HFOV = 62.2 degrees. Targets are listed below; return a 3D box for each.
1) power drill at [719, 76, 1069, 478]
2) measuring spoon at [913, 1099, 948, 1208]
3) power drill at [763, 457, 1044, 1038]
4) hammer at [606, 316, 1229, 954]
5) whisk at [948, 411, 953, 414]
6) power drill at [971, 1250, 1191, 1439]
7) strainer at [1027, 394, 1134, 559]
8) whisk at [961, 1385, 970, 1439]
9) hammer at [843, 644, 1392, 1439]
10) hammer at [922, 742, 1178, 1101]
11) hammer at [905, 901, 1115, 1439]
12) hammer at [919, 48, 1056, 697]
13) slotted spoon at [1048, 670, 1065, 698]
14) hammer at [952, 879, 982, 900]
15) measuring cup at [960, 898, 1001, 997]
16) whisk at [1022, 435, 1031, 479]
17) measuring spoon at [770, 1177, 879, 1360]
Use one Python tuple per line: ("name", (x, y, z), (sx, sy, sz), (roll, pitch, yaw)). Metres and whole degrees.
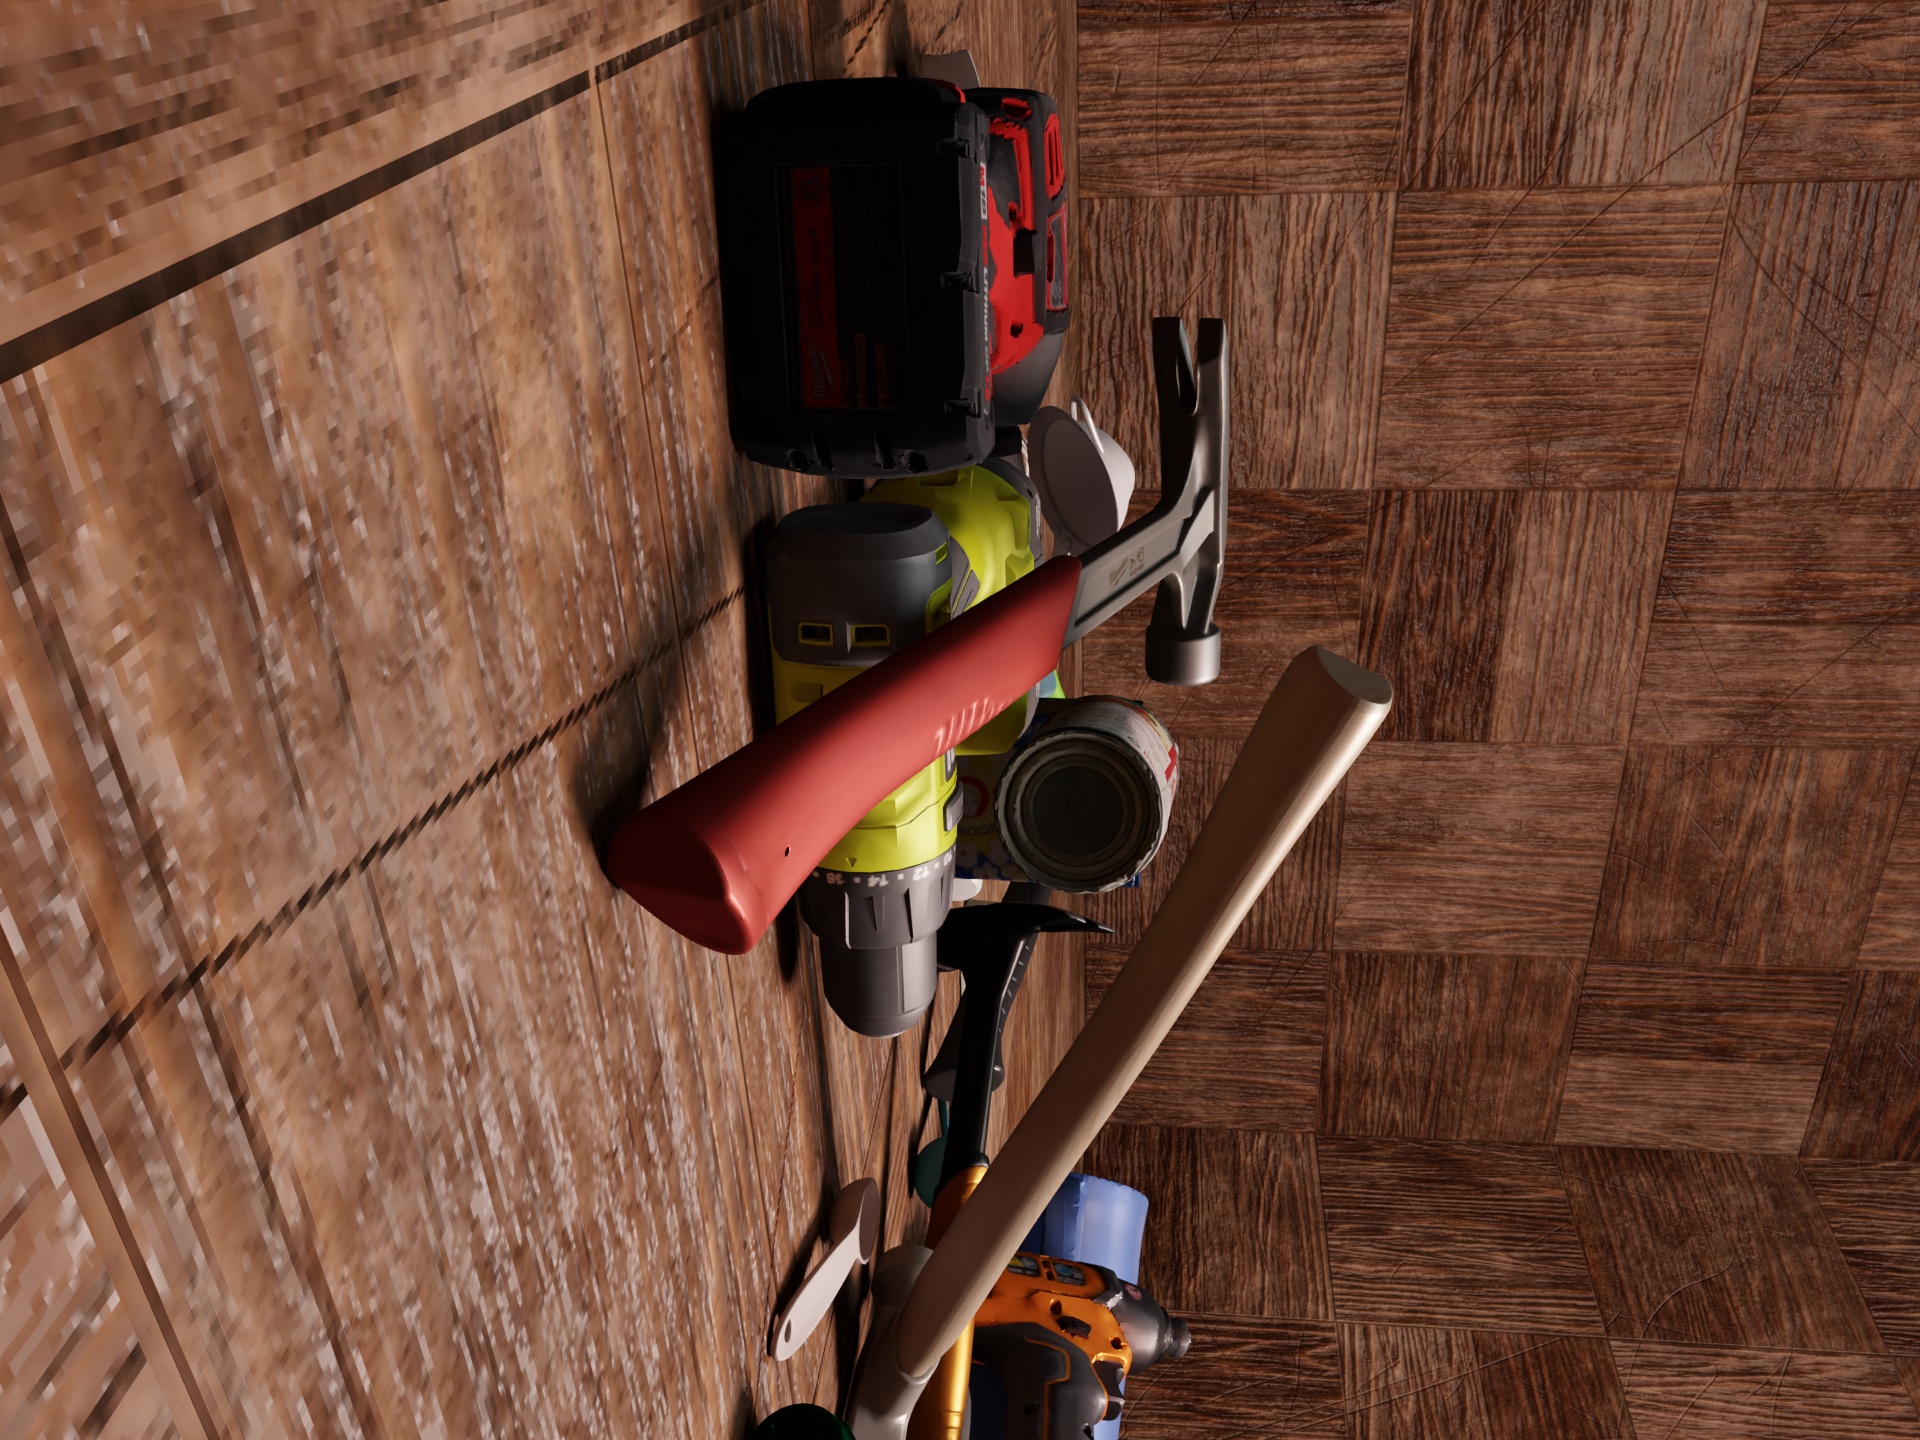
("power drill", (-0.007, -0.154, 0.569), (0.220, 0.078, 0.143), (-51, 142, -67))
("measuring spoon", (-0.018, 0.241, 0.935), (0.129, 0.021, 0.042), (-97, -174, -70))
("power drill", (-0.019, -0.006, 0.627), (0.229, 0.080, 0.190), (-65, 155, -67))
("hammer", (0.015, -0.033, 0.514), (0.359, 0.037, 0.149), (-35, 128, -55))
("whisk", (0.022, -0.067, 0.999), (0.070, 0.070, 0.284), (-80, 161, -54))
("power drill", (0.070, 0.366, 0.819), (0.227, 0.164, 0.084), (-117, -135, -65))
("strainer", (0.053, -0.084, 0.886), (0.087, 0.050, 0.258), (56, -30, 28))
("whisk", (-0.014, 0.448, 0.816), (0.296, 0.073, 0.073), (-86, 174, -65))
("hammer", (0.045, 0.151, 0.609), (0.146, 0.038, 0.410), (-76, -168, -61))
("hammer", (0.039, 0.113, 1.046), (0.335, 0.146, 0.035), (-64, 156, -47))
("hammer", (0.003, 0.255, 0.791), (0.034, 0.127, 0.337), (24, 66, -36))
("hammer", (0.014, -0.174, 0.823), (0.128, 0.033, 0.331), (-90, 172, -80))
("slotted spoon", (0.046, -0.053, 0.965), (0.031, 0.070, 0.313), (-57, 136, -52))
("hammer", (-0.013, -0.077, 0.820), (0.405, 0.035, 0.144), (83, 11, -50))
("measuring cup", (0.020, 0.203, 1.114), (0.083, 0.038, 0.168), (82, 9, -51))
("whisk", (0.022, -0.077, 1.083), (0.059, 0.058, 0.246), (-8, 105, -50))
("measuring spoon", (-0.056, 0.212, 0.617), (0.124, 0.018, 0.034), (-27, 118, -75))
